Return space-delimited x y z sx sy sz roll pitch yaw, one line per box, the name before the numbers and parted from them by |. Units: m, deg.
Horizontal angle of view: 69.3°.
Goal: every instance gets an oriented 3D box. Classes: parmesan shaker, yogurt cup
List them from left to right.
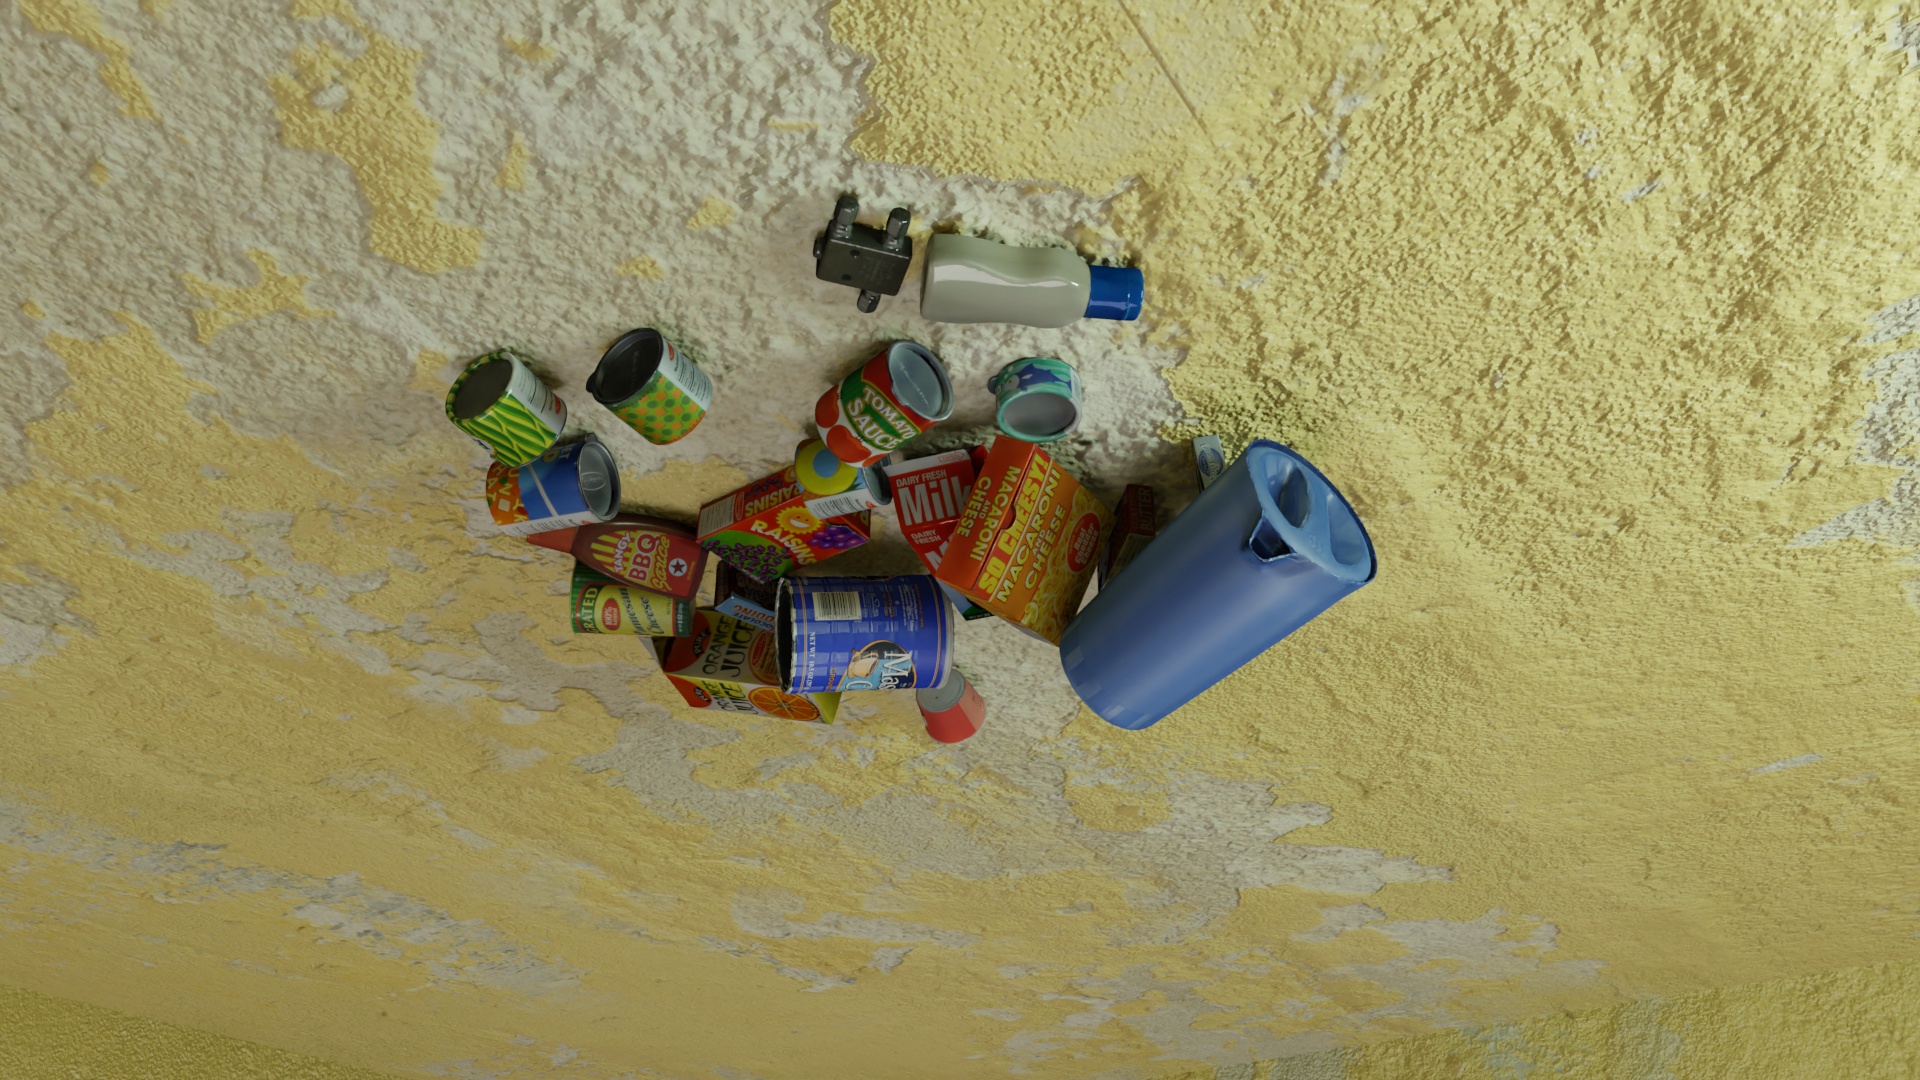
parmesan shaker | -0.292 0.050 1.246 0.103 0.071 0.071 2 146 -5
yogurt cup | -0.012 0.168 1.426 0.072 0.073 0.053 -11 136 14

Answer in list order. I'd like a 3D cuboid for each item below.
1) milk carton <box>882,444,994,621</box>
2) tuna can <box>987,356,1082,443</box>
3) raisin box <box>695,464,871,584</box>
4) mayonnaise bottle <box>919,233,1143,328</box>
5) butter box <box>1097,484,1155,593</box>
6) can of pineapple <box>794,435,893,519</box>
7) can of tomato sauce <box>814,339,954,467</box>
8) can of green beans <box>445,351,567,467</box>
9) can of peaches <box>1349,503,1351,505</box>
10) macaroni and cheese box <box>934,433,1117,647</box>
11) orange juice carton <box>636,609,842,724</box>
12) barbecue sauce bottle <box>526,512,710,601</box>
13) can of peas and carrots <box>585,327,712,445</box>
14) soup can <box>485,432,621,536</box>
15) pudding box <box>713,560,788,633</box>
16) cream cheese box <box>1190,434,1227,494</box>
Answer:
milk carton | 0.004 -0.014 1.147 0.072 0.074 0.190 -12 144 17
tuna can | 0.056 -0.105 1.050 0.071 0.033 0.070 -1 146 -1
raisin box | -0.149 -0.014 1.176 0.123 0.040 0.086 -22 140 27
mayonnaise bottle | 0.048 -0.173 0.945 0.148 0.041 0.064 3 147 -8
butter box | 0.142 0.002 1.193 0.024 0.053 0.103 7 144 -7
can of pineapple | -0.091 -0.056 1.095 0.058 0.071 0.070 -12 144 17
can of tomato sauce | -0.058 -0.099 1.025 0.071 0.071 0.083 29 136 -36
can of green beans | -0.336 -0.097 1.026 0.071 0.071 0.057 -15 143 20
can of peaches | 0.295 -0.004 1.179 0.058 0.071 0.071 12 144 -18
macaroni and cheese box | 0.057 0.004 1.106 0.040 0.124 0.166 19 171 33
orange juice carton | -0.210 0.118 1.319 0.193 0.073 0.071 5 148 17
barbecue sauce bottle | -0.292 0.004 1.186 0.148 0.044 0.064 16 102 -13
can of peas and carrots | -0.225 -0.110 1.009 0.071 0.071 0.058 -18 142 24
soup can | -0.325 -0.044 1.108 0.084 0.072 0.071 -9 145 14
pudding box | -0.181 0.051 1.262 0.083 0.050 0.030 27 136 -34
cream cheese box | 0.209 -0.035 1.138 0.024 0.053 0.103 -12 145 9
